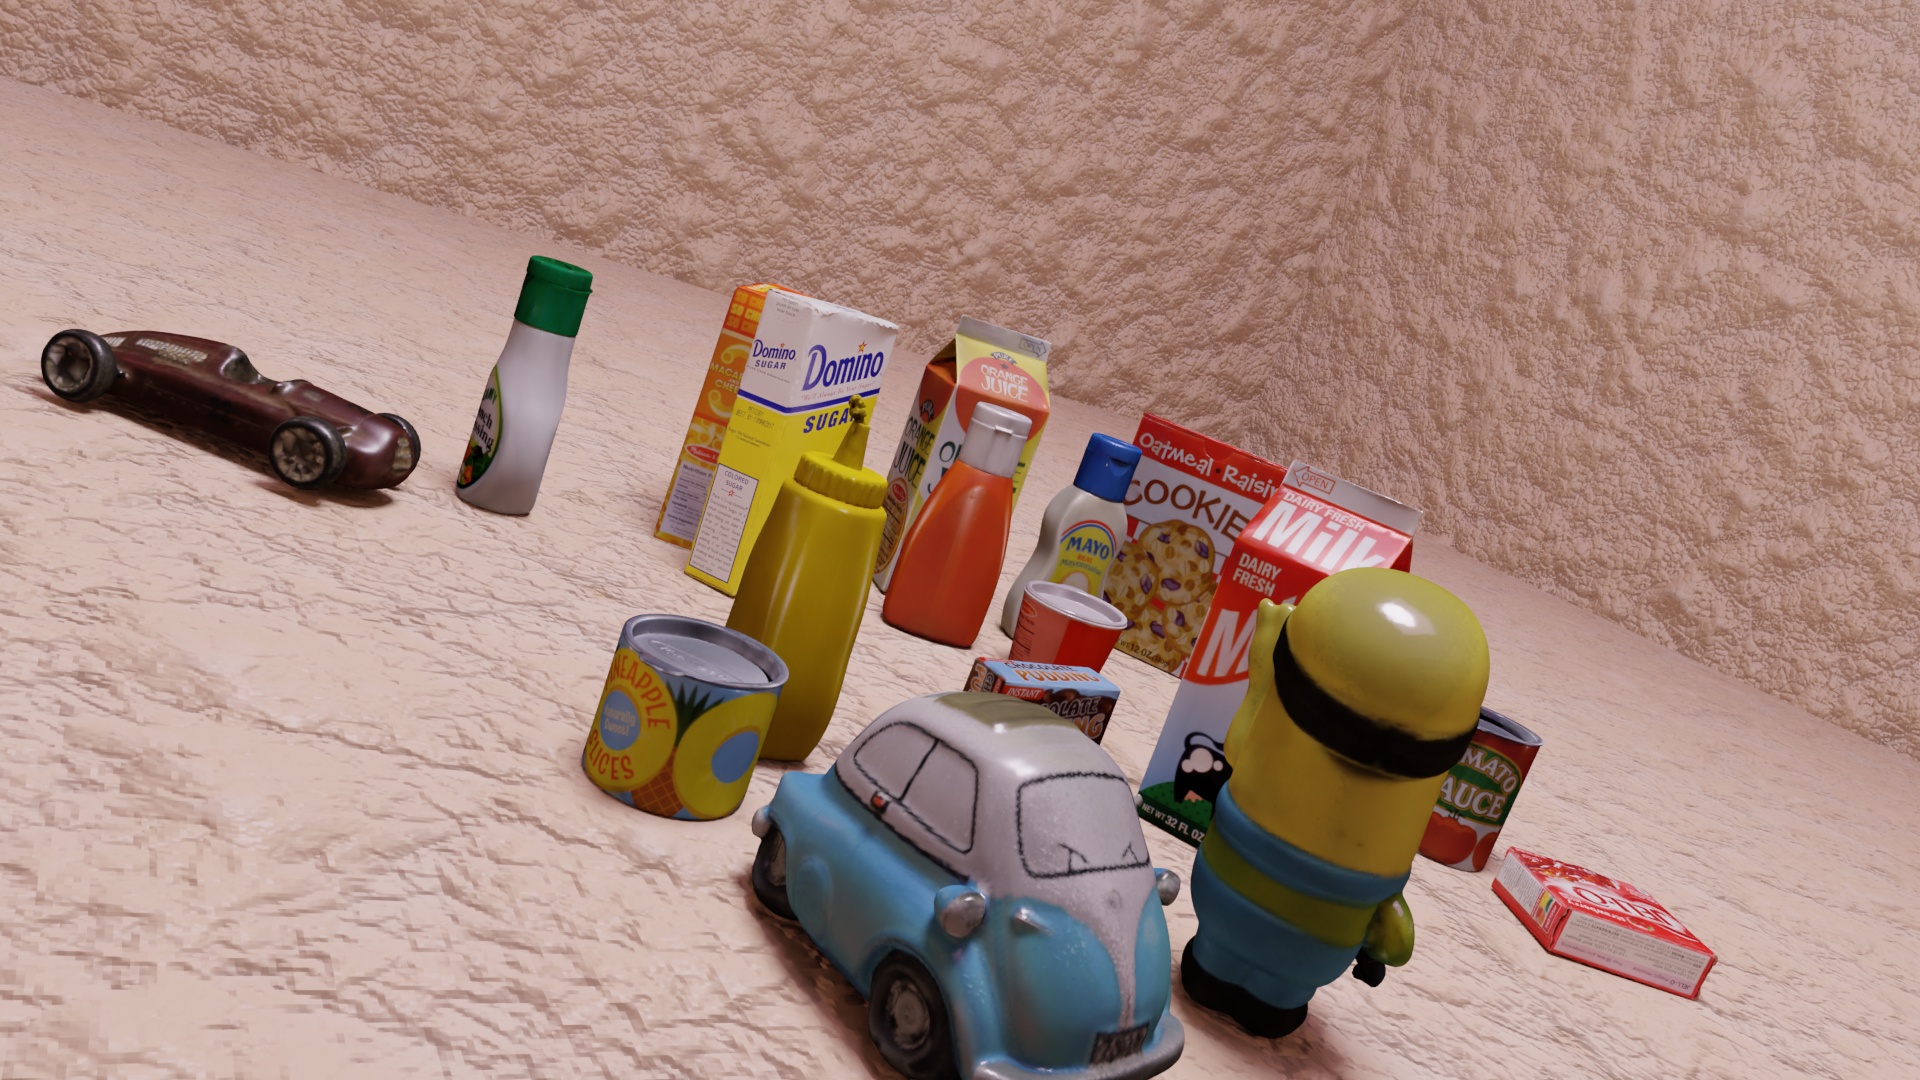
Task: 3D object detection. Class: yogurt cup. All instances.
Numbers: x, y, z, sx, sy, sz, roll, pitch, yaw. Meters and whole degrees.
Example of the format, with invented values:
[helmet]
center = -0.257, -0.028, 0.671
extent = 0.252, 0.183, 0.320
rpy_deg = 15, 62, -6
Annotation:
[yogurt cup]
center = 0.064, 0.062, 0.866
extent = 0.072, 0.053, 0.072
rpy_deg = 19, 11, -4

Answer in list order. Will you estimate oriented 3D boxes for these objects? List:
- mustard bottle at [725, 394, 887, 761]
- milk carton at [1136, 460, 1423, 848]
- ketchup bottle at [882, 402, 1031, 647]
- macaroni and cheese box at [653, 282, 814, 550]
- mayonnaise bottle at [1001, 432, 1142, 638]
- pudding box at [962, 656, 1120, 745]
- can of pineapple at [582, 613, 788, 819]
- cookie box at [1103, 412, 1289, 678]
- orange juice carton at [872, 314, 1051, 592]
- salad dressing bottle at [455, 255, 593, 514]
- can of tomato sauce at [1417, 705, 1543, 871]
[mustard bottle]
center = -0.064, 0.014, 0.602
extent = 0.049, 0.160, 0.065
rpy_deg = 14, 12, -28
[milk carton]
center = 0.161, 0.061, 0.690
extent = 0.072, 0.190, 0.073
rpy_deg = 26, 12, 28
[ketchup bottle]
center = 0.003, -0.011, 0.865
extent = 0.065, 0.148, 0.043
rpy_deg = 18, 11, -10
[macaroni and cheese box]
center = -0.147, -0.085, 0.913
extent = 0.040, 0.166, 0.124
rpy_deg = 19, 11, -3
[mayonnaise bottle]
center = 0.080, 0.002, 0.937
extent = 0.065, 0.147, 0.041
rpy_deg = 16, 11, -19
[pudding box]
center = 0.038, 0.089, 0.708
extent = 0.084, 0.049, 0.030
rpy_deg = 10, 14, -40
[can of pineapple]
center = -0.108, 0.067, 0.538
extent = 0.071, 0.057, 0.071
rpy_deg = 19, 11, -4
[cookie box]
center = 0.162, 0.008, 0.999
extent = 0.123, 0.167, 0.040
rpy_deg = 24, 12, 22
[orange juice carton]
center = 0.000, -0.055, 0.953
extent = 0.072, 0.192, 0.073
rpy_deg = 15, 12, -23
[salad dressing bottle]
center = -0.252, -0.090, 0.807
extent = 0.044, 0.147, 0.064
rpy_deg = 13, 13, -34
[can of tomato sauce]
center = 0.290, 0.140, 0.808
extent = 0.071, 0.083, 0.071
rpy_deg = 19, 11, -4
